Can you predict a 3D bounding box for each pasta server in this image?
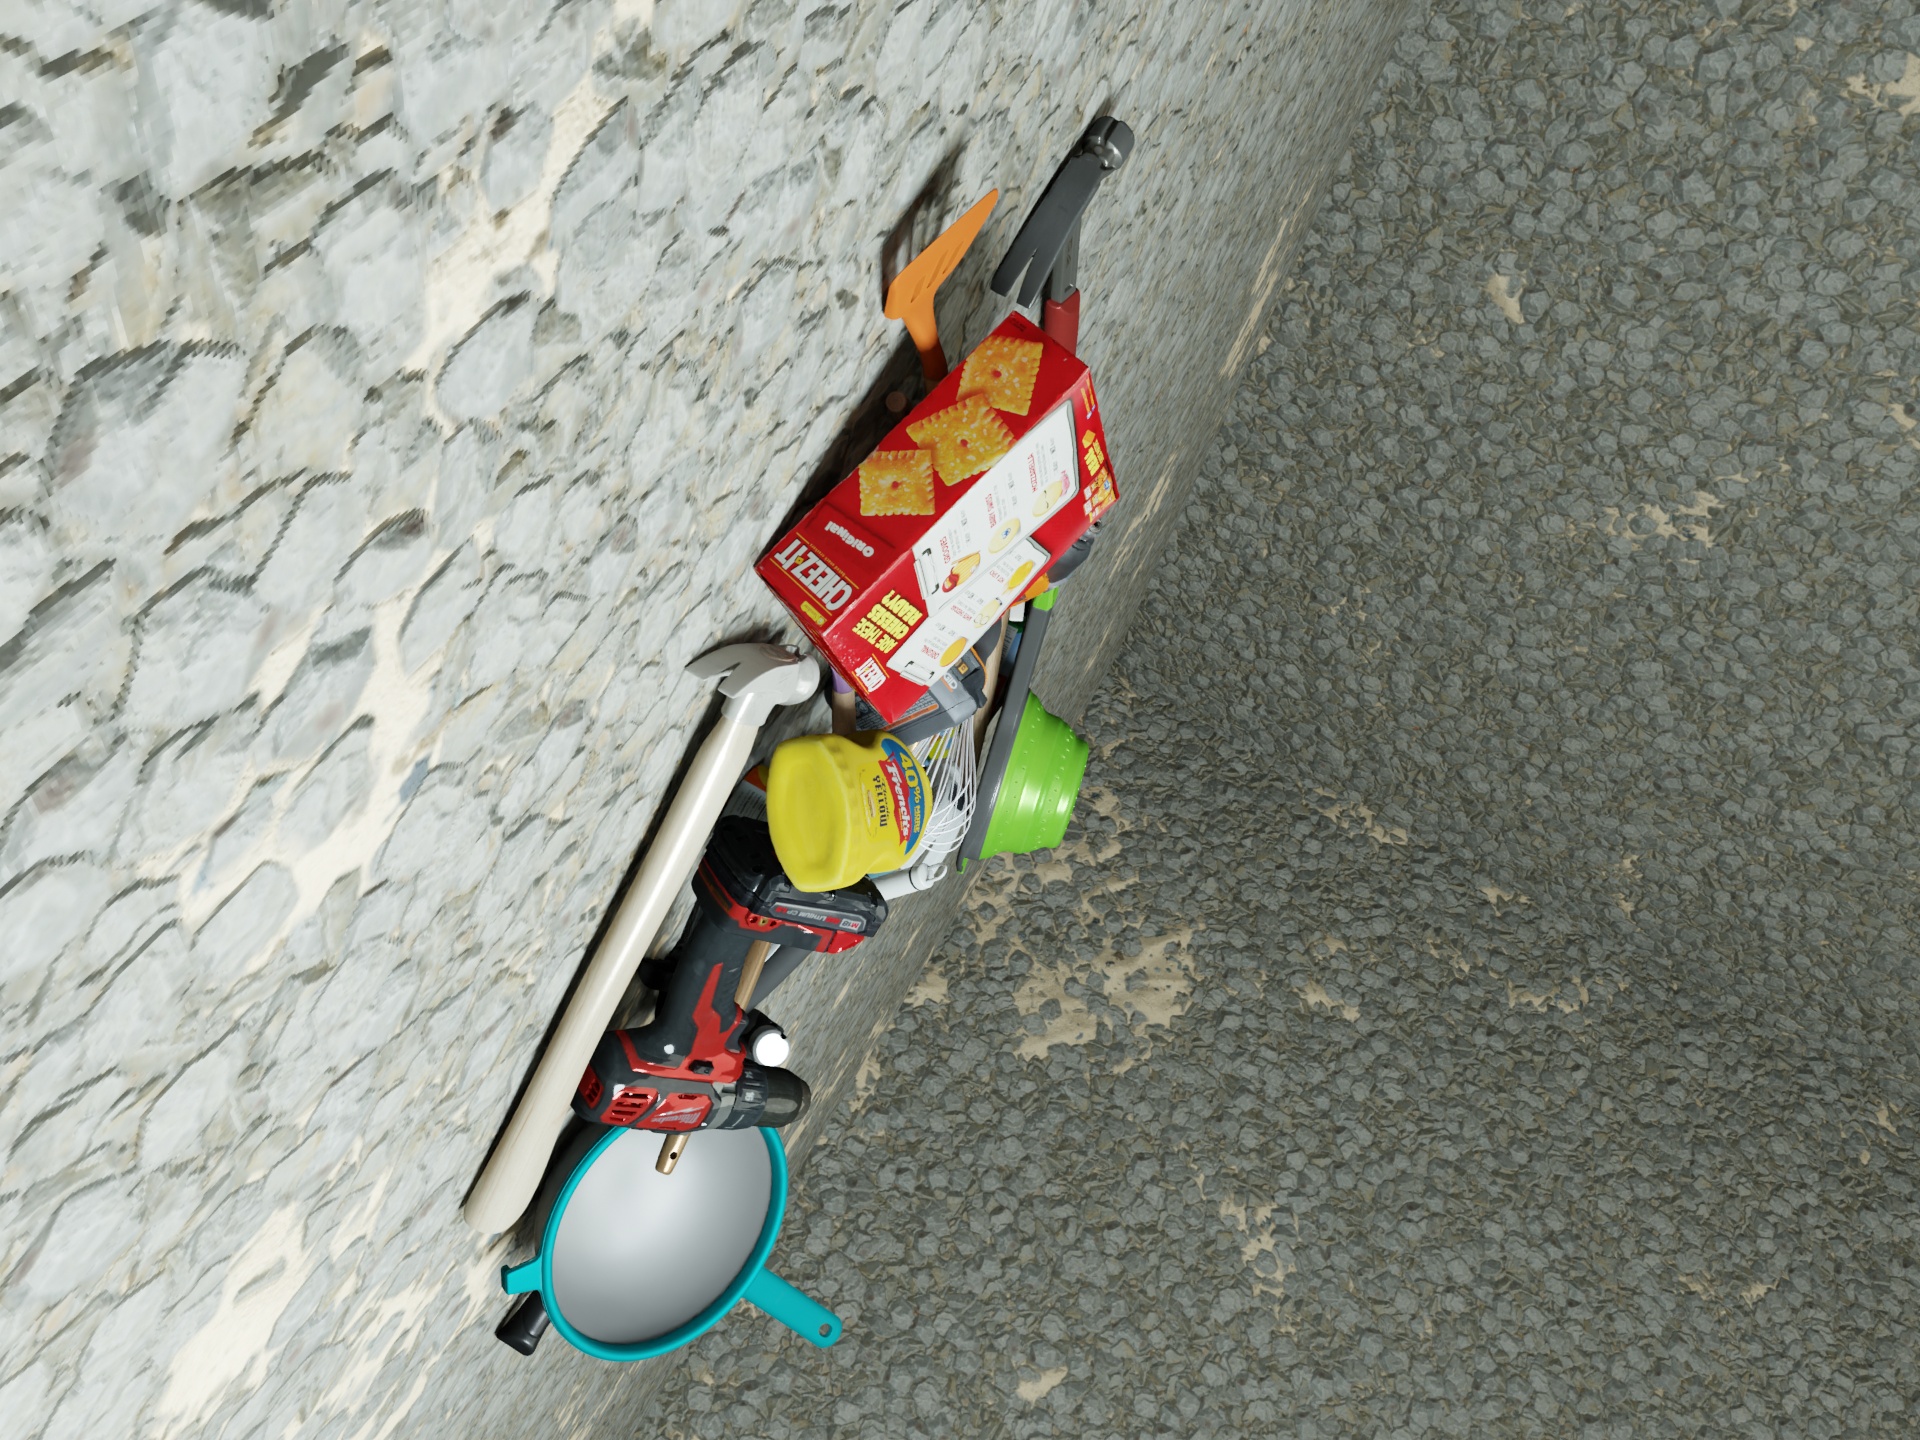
[{"bbox_3d":[-0.012,-0.175,1.103,0.060,0.040,0.316,-51,172,2],"label":"pasta server"}]

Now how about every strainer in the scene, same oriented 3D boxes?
[{"bbox_3d":[-0.113,0.143,1.227,0.258,0.050,0.087,-20,-142,33],"label":"strainer"},{"bbox_3d":[-0.211,0.404,1.248,0.211,0.095,0.340,-54,132,-18],"label":"strainer"}]

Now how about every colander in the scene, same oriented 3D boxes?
[{"bbox_3d":[0.081,0.008,1.498,0.396,0.094,0.205,104,4,-48],"label":"colander"}]

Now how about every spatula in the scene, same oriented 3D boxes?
[{"bbox_3d":[-0.151,0.180,1.166,0.044,0.082,0.317,-4,-120,60],"label":"spatula"},{"bbox_3d":[-0.007,-0.190,0.957,0.081,0.041,0.322,-46,158,-16],"label":"spatula"},{"bbox_3d":[-0.081,-0.001,1.087,0.060,0.018,0.315,-52,152,-46],"label":"spatula"}]

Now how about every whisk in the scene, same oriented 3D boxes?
[{"bbox_3d":[-0.001,-0.003,1.267,0.285,0.070,0.070,-73,-177,-46],"label":"whisk"}]

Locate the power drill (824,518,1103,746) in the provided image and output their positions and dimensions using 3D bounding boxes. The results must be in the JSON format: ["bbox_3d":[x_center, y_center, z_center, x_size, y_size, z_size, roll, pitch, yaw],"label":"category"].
[{"bbox_3d":[0.012,-0.081,1.213,0.164,0.084,0.226,-23,-159,47],"label":"power drill"}]

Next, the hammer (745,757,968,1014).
[{"bbox_3d":[-0.118,0.168,1.301,0.331,0.033,0.128,-44,-163,13],"label":"hammer"}]

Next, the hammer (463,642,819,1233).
[{"bbox_3d":[-0.208,0.138,0.962,0.410,0.038,0.146,-62,171,9],"label":"hammer"}]

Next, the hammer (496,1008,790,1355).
[{"bbox_3d":[-0.267,0.379,1.322,0.335,0.035,0.146,-52,-163,-11],"label":"hammer"}]

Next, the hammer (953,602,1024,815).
[{"bbox_3d":[0.024,-0.042,1.500,0.130,0.031,0.331,-86,-173,-55],"label":"hammer"}]

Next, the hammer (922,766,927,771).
[{"bbox_3d":[-0.079,0.074,1.576,0.143,0.038,0.386,-65,172,14],"label":"hammer"}]

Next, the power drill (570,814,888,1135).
[{"bbox_3d":[-0.141,0.189,1.083,0.187,0.080,0.226,20,107,-42],"label":"power drill"}]

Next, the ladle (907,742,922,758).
[{"bbox_3d":[-0.051,0.043,1.442,0.069,0.031,0.315,-30,142,-72],"label":"ladle"}]

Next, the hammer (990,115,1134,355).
[{"bbox_3d":[0.073,-0.299,1.218,0.149,0.037,0.359,-59,172,-11],"label":"hammer"}]
